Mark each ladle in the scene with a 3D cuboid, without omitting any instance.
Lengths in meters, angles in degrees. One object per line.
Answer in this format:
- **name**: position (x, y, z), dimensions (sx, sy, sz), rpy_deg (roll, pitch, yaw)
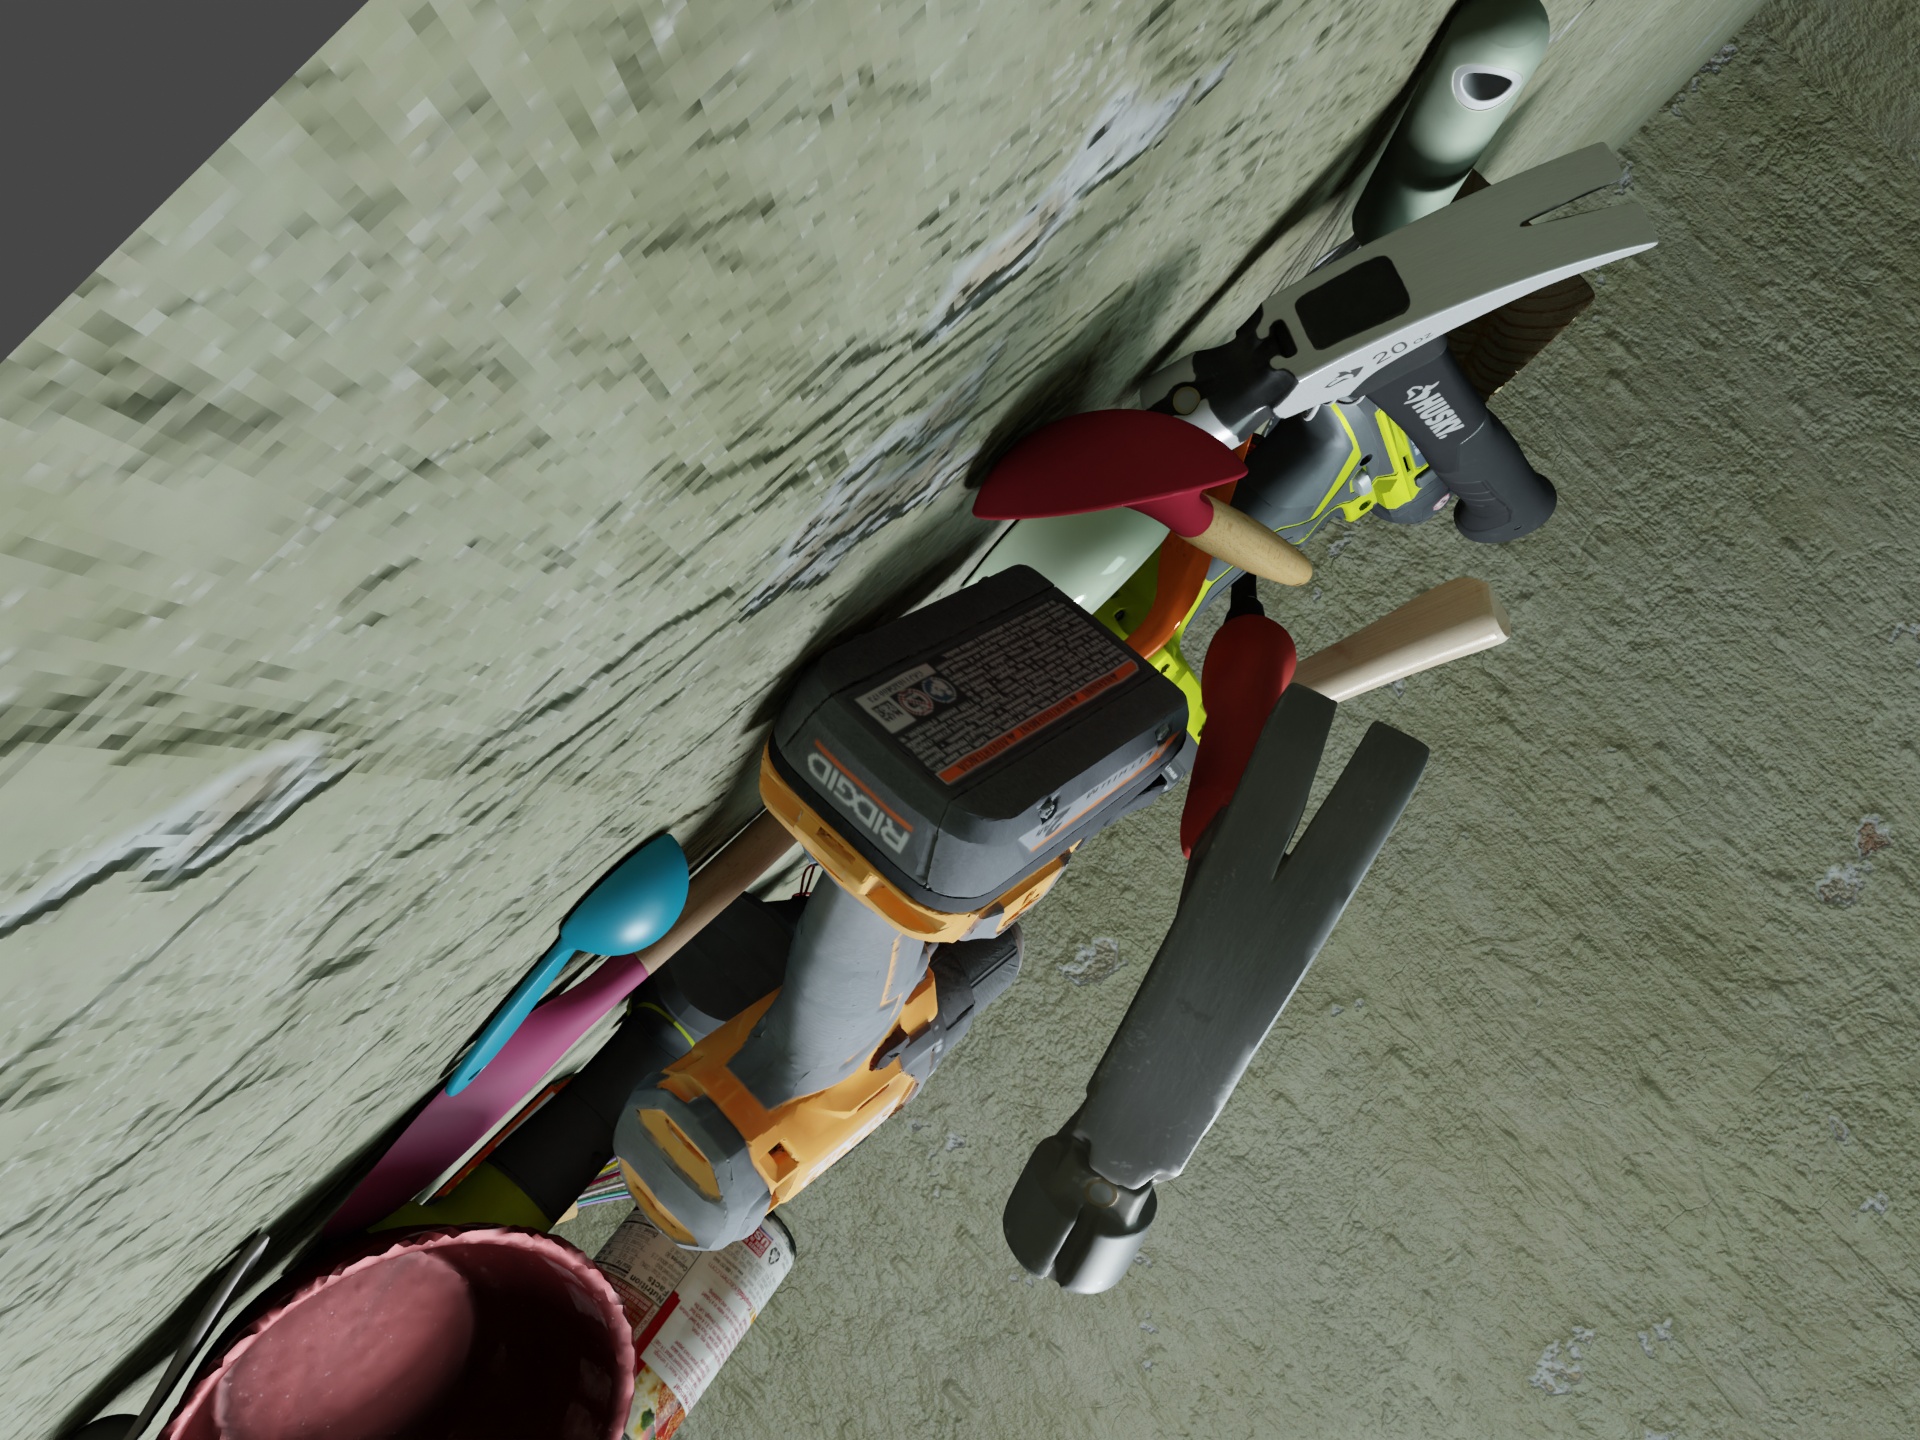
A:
- **ladle**: position (0.081, -0.062, 0.510), dimensions (0.069, 0.031, 0.315), rpy_deg (-3, 179, 22)

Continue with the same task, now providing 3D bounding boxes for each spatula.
- **spatula**: position (0.018, 0.012, 0.630), dimensions (0.322, 0.041, 0.081), rpy_deg (-51, -167, 9)

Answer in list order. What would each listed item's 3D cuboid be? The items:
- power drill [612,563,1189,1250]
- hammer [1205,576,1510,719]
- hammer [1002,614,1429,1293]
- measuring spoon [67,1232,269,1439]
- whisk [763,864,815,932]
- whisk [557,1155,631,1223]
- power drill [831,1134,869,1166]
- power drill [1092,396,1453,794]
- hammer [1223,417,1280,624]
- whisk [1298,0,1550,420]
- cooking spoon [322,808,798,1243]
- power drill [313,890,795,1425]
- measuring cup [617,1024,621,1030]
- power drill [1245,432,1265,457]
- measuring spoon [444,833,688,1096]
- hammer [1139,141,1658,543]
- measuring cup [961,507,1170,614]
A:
- **power drill**: position (-0.011, 0.060, 0.523), dimensions (0.185, 0.084, 0.226), rpy_deg (-29, 154, -47)
- **hammer**: position (0.134, 0.015, 0.975), dimensions (0.410, 0.038, 0.146), rpy_deg (-23, -144, 31)
- **hammer**: position (0.087, 0.014, 0.493), dimensions (0.149, 0.037, 0.359), rpy_deg (-66, 175, 21)
- **measuring spoon**: position (-0.241, 0.192, 0.474), dimensions (0.124, 0.018, 0.034), rpy_deg (-53, -174, 17)
- **whisk**: position (-0.090, 0.116, 0.968), dimensions (0.073, 0.073, 0.295), rpy_deg (-45, 171, 7)
- **whisk**: position (-0.170, 0.229, 0.781), dimensions (0.245, 0.051, 0.047), rpy_deg (-12, 144, -33)
- **power drill**: position (-0.039, 0.133, 0.894), dimensions (0.226, 0.080, 0.188), rpy_deg (-57, 170, 2)
- **power drill**: position (0.134, -0.077, 0.720), dimensions (0.223, 0.080, 0.171), rpy_deg (-44, 149, 2)
- **hammer**: position (0.167, -0.069, 0.916), dimensions (0.149, 0.036, 0.409), rpy_deg (-59, -173, 30)
- **whisk**: position (0.137, -0.157, 0.513), dimensions (0.246, 0.058, 0.059), rpy_deg (90, 11, -81)
- **cooking spoon**: position (-0.101, 0.071, 0.585), dimensions (0.319, 0.017, 0.068), rpy_deg (-44, 170, -26)
- **power drill**: position (-0.168, 0.183, 0.688), dimensions (0.228, 0.080, 0.190), rpy_deg (-46, 177, -28)
- **measuring cup**: position (-0.138, 0.143, 0.838), dimensions (0.062, 0.029, 0.156), rpy_deg (-41, 180, -42)
- **power drill**: position (0.087, -0.055, 0.873), dimensions (0.143, 0.078, 0.219), rpy_deg (-43, 173, -43)
- **measuring spoon**: position (-0.118, 0.082, 0.478), dimensions (0.128, 0.021, 0.042), rpy_deg (-48, 175, 28)
- **hammer**: position (0.190, -0.112, 0.595), dimensions (0.146, 0.035, 0.334), rpy_deg (-27, 165, 23)
- **measuring cup**: position (0.033, -0.046, 0.596), dimensions (0.083, 0.038, 0.167), rpy_deg (-43, 174, -19)
